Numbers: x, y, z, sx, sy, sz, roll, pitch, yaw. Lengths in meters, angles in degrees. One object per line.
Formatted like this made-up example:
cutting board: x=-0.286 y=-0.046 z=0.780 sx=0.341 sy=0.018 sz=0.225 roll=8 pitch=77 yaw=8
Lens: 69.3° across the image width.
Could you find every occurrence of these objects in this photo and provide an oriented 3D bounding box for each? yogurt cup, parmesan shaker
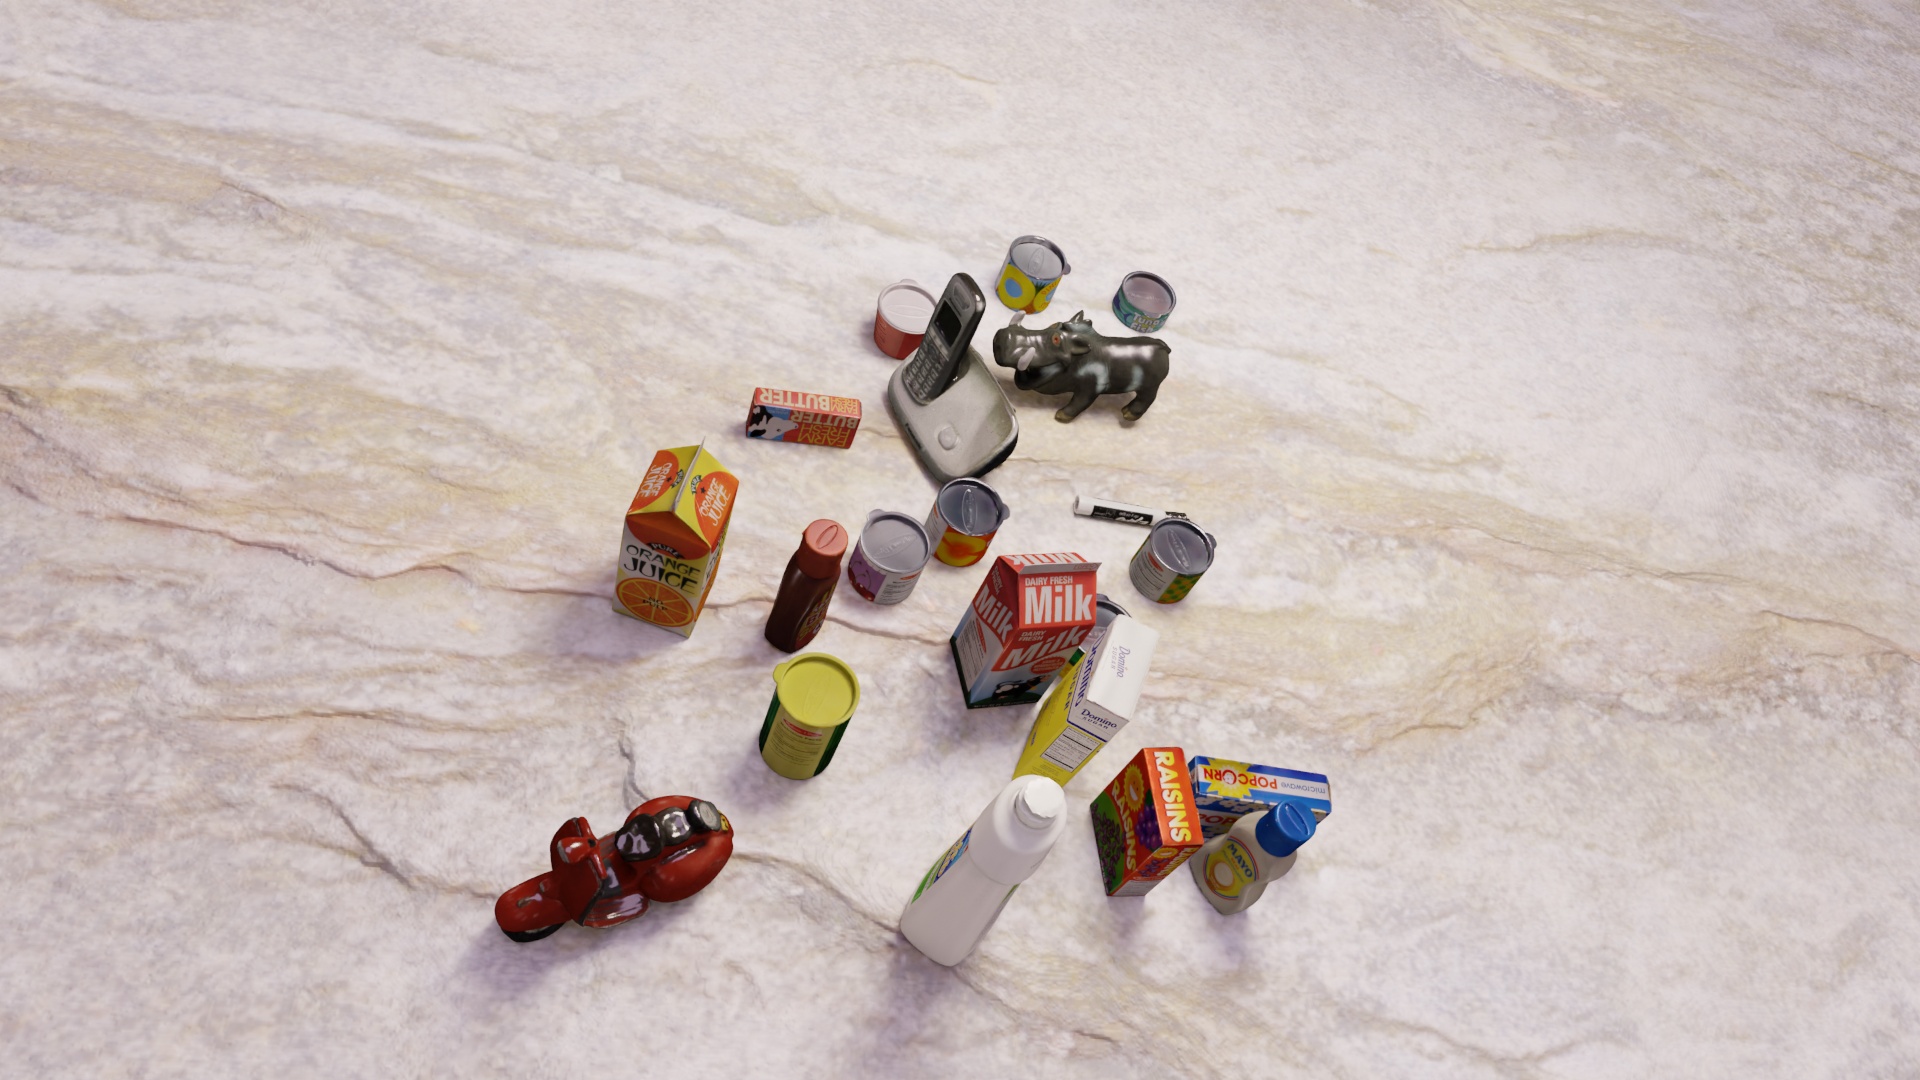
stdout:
yogurt cup: x=-0.058 y=-0.224 z=1.430 sx=0.072 sy=0.053 sz=0.073 roll=9 pitch=55 yaw=-13
parmesan shaker: x=-0.127 y=0.142 z=1.128 sx=0.071 sy=0.102 sz=0.071 roll=9 pitch=55 yaw=-13

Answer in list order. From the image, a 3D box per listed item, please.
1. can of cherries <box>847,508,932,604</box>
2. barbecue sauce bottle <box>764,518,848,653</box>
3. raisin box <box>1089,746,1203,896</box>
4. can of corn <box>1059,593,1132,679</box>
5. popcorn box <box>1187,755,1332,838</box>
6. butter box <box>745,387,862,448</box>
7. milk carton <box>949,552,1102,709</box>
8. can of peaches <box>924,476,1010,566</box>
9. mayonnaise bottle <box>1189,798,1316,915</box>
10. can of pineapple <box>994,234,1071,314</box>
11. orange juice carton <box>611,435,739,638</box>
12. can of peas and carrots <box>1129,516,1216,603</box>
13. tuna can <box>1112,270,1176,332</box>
can of cherries: x=-0.066 y=0.014 z=1.263 sx=0.071 sy=0.058 sz=0.072 roll=9 pitch=55 yaw=-13
barbecue sauce bottle: x=-0.127 y=0.036 z=1.172 sx=0.044 sy=0.147 sz=0.065 roll=35 pitch=53 yaw=6
raisin box: x=0.153 y=0.234 z=1.148 sx=0.040 sy=0.122 sz=0.086 roll=3 pitch=56 yaw=-17
can of corn: x=0.121 y=0.093 z=1.273 sx=0.071 sy=0.058 sz=0.071 roll=9 pitch=55 yaw=-13
popcorn box: x=0.246 y=0.228 z=1.207 sx=0.127 sy=0.084 sz=0.038 roll=10 pitch=55 yaw=-12
butter box: x=-0.150 y=-0.117 z=1.327 sx=0.103 sy=0.052 sz=0.024 roll=5 pitch=56 yaw=-15
milk carton: x=0.056 y=0.069 z=1.186 sx=0.072 sy=0.189 sz=0.074 roll=-3 pitch=59 yaw=-20
can of peaches: x=0.005 y=-0.016 z=1.308 sx=0.071 sy=0.057 sz=0.071 roll=9 pitch=55 yaw=-13
mayonnaise bottle: x=0.243 y=0.257 z=1.147 sx=0.041 sy=0.147 sz=0.065 roll=-20 pitch=66 yaw=-29
can of pineapple: x=0.078 y=-0.289 z=1.518 sx=0.071 sy=0.057 sz=0.071 roll=9 pitch=55 yaw=-13
orange juice carton: x=-0.232 y=-0.005 z=1.137 sx=0.073 sy=0.191 sz=0.072 roll=21 pitch=53 yaw=-5
can of peas and carrots: x=0.207 y=0.019 z=1.352 sx=0.071 sy=0.058 sz=0.071 roll=9 pitch=55 yaw=-13
tuna can: x=0.207 y=-0.266 z=1.562 sx=0.071 sy=0.032 sz=0.071 roll=9 pitch=55 yaw=-13
